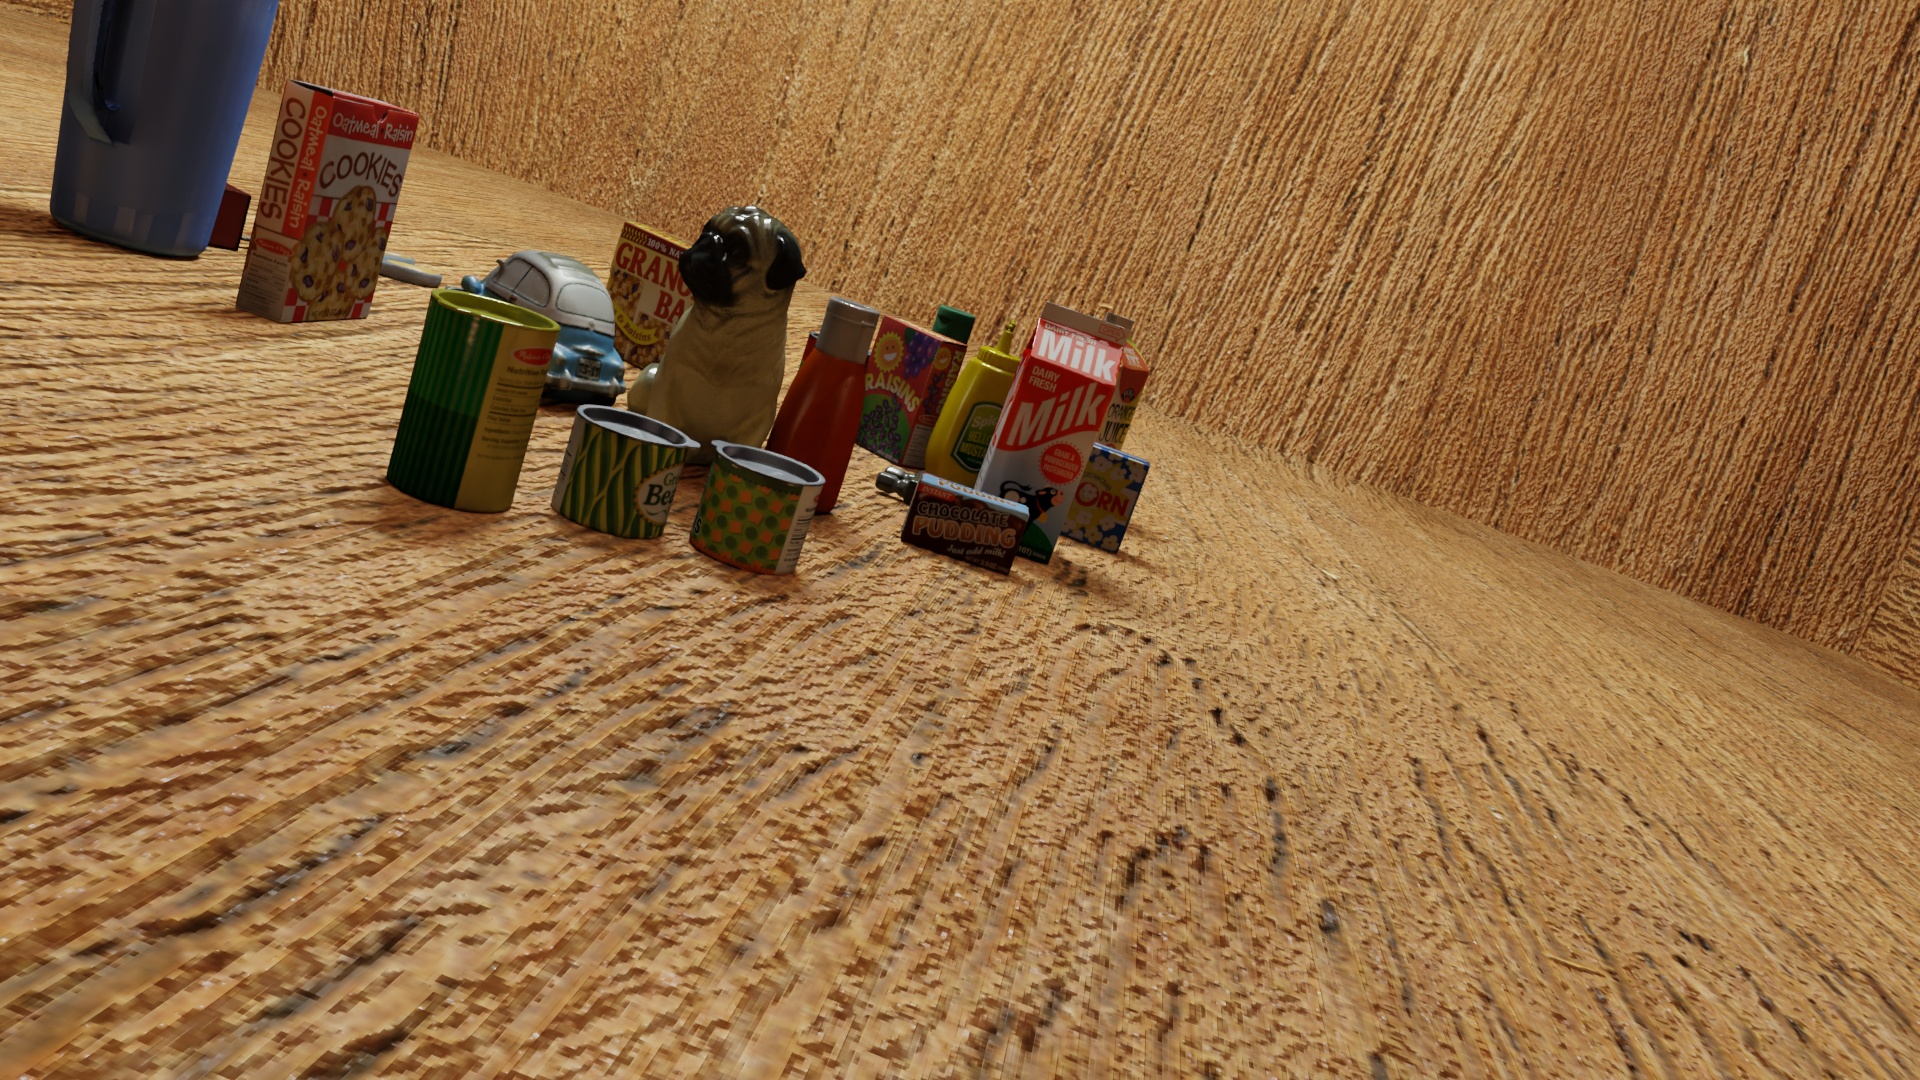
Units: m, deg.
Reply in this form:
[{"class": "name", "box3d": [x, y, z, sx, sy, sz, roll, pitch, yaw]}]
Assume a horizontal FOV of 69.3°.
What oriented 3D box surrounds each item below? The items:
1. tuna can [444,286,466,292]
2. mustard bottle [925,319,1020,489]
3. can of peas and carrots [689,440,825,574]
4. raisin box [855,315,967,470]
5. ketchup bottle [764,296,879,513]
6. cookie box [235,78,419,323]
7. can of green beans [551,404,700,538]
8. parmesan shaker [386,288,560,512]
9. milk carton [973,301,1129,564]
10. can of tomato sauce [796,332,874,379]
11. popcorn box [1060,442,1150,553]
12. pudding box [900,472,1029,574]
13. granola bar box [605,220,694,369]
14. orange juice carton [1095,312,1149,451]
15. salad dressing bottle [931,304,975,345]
[{"class": "tuna can", "box3d": [-0.409, -0.190, 1.187, 0.071, 0.032, 0.071, 19, 12, -4]}, {"class": "mustard bottle", "box3d": [0.019, -0.122, 1.245, 0.065, 0.159, 0.049, 13, 13, -29]}, {"class": "can of peas and carrots", "box3d": [-0.122, -0.019, 0.814, 0.071, 0.058, 0.071, 19, 12, -4]}, {"class": "raisin box", "box3d": [-0.052, -0.138, 1.295, 0.040, 0.123, 0.086, 7, 17, -47]}, {"class": "ketchup bottle", "box3d": [-0.095, -0.094, 0.971, 0.043, 0.148, 0.065, 29, 15, 38]}, {"class": "cookie box", "box3d": [-0.466, -0.248, 1.030, 0.040, 0.167, 0.123, 20, 12, 2]}, {"class": "can of green beans", "box3d": [-0.193, -0.039, 0.792, 0.071, 0.057, 0.071, 19, 12, -4]}, {"class": "parmesan shaker", "box3d": [-0.260, -0.074, 0.733, 0.071, 0.103, 0.071, 19, 12, -4]}, {"class": "milk carton", "box3d": [0.067, -0.086, 1.087, 0.072, 0.190, 0.073, 19, 11, -4]}, {"class": "can of tomato sauce", "box3d": [-0.124, -0.149, 1.326, 0.071, 0.083, 0.071, 19, 12, -4]}, {"class": "popcorn box", "box3d": [0.094, -0.050, 1.222, 0.127, 0.085, 0.038, 19, 11, 0]}, {"class": "pudding box", "box3d": [0.004, -0.013, 1.001, 0.084, 0.049, 0.030, 18, 12, -5]}, {"class": "granola bar box", "box3d": [-0.269, -0.216, 1.302, 0.166, 0.124, 0.039, 27, 14, 32]}, {"class": "orange juice carton", "box3d": [0.125, -0.130, 1.368, 0.073, 0.192, 0.072, 25, 13, 27]}, {"class": "salad dressing bottle", "box3d": [-0.026, -0.151, 1.334, 0.064, 0.147, 0.044, 27, 14, 35]}]
